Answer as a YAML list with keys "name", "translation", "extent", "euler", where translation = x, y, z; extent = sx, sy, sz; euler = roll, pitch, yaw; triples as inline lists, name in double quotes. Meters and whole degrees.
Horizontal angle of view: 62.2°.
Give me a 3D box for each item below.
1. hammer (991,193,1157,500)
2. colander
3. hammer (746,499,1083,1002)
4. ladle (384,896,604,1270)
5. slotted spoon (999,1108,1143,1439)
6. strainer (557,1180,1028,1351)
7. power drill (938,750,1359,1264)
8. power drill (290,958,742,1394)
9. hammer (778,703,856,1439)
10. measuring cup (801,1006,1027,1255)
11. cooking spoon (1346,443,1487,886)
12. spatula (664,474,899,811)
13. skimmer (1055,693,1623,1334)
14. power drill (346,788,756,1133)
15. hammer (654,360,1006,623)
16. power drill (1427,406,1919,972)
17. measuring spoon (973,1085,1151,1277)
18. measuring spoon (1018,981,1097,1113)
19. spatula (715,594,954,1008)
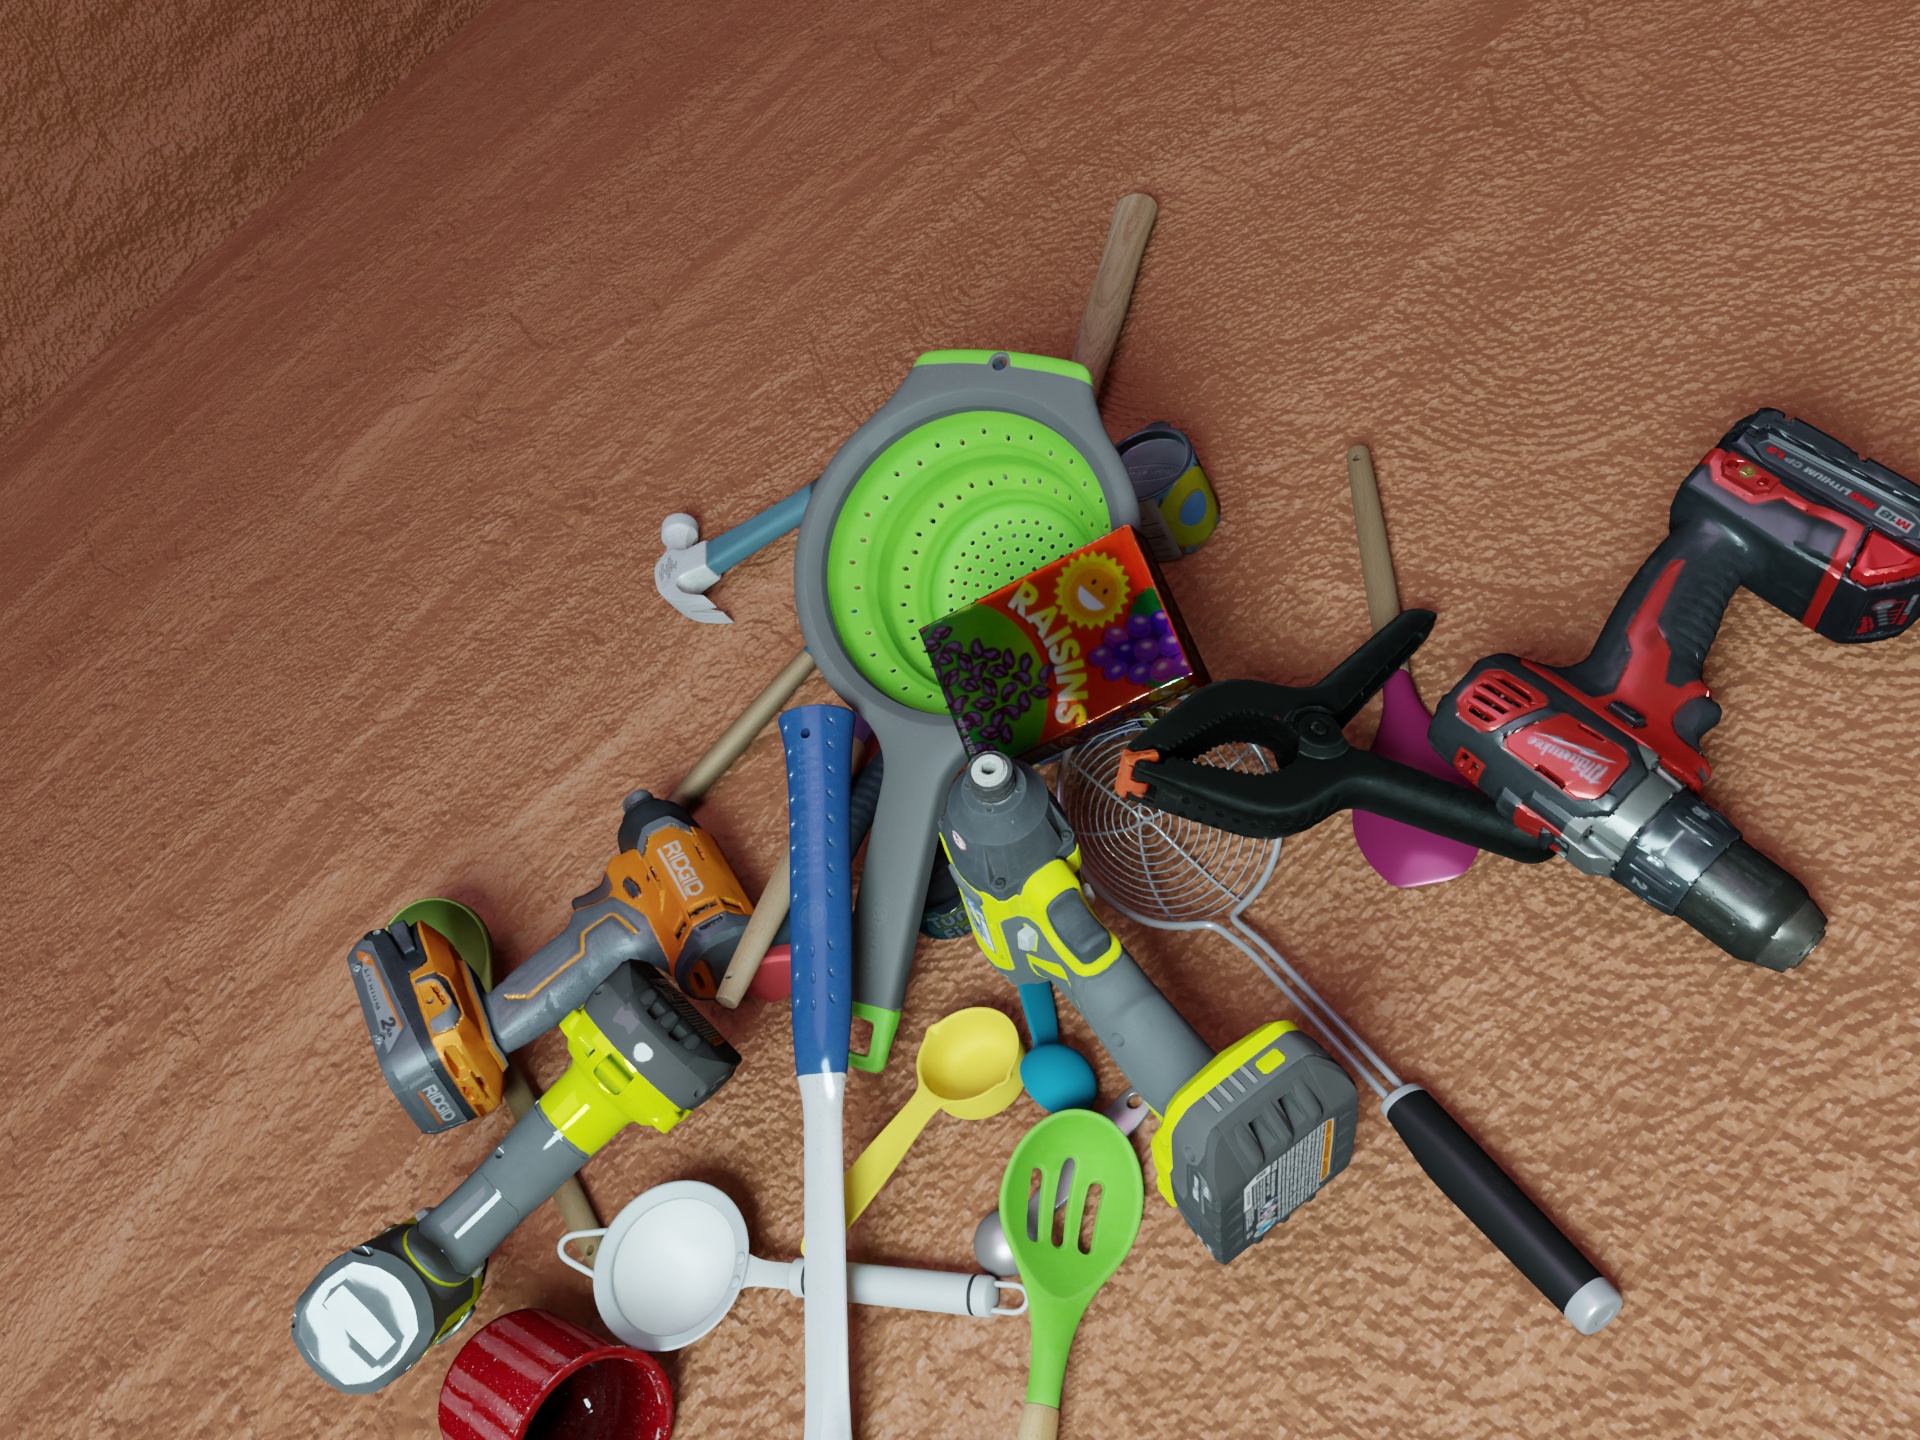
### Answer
- name: "hammer"
  translation: [0.097, -0.275, 1.174]
  extent: [0.130, 0.031, 0.332]
  euler: [-5, 51, 30]
- name: "colander"
  translation: [-0.001, -0.003, 0.895]
  extent: [0.204, 0.094, 0.397]
  euler: [11, 86, 24]
- name: "hammer"
  translation: [-0.051, 0.003, 1.001]
  extent: [0.143, 0.038, 0.386]
  euler: [2, 50, 36]
- name: "ladle"
  translation: [-0.283, 0.219, 0.975]
  extent: [0.078, 0.062, 0.320]
  euler: [-48, 45, 1]
- name: "slotted spoon"
  translation: [0.029, 0.324, 0.690]
  extent: [0.070, 0.031, 0.314]
  euler: [18, 59, -8]
- name: "strainer"
  translation: [-0.085, 0.282, 0.800]
  extent: [0.258, 0.050, 0.087]
  euler: [-3, 56, 24]
- name: "power drill"
  translation: [0.072, 0.120, 0.718]
  extent: [0.080, 0.171, 0.223]
  euler: [-35, 57, -12]
- name: "power drill"
  translation: [-0.223, 0.233, 0.824]
  extent: [0.080, 0.190, 0.228]
  euler: [45, 80, 4]
- name: "hammer"
  translation: [-0.062, 0.185, 0.782]
  extent: [0.144, 0.035, 0.406]
  euler: [-11, 67, 21]
- name: "measuring cup"
  translation: [-0.023, 0.216, 0.815]
  extent: [0.062, 0.029, 0.156]
  euler: [24, 65, 43]
- name: "cooking spoon"
  translation: [0.239, -0.044, 0.886]
  extent: [0.069, 0.017, 0.319]
  euler: [-15, 47, 21]
- name: "spatula"
  translation: [-0.129, -0.032, 1.097]
  extent: [0.044, 0.082, 0.317]
  euler: [40, 82, 7]
- name: "skimmer"
  translation: [0.169, 0.116, 0.739]
  extent: [0.127, 0.090, 0.364]
  euler: [-18, 40, -20]
- name: "power drill"
  translation: [-0.245, 0.133, 0.968]
  extent: [0.226, 0.084, 0.164]
  euler: [-26, 47, -14]
- name: "hammer"
  translation: [-0.096, -0.174, 1.185]
  extent: [0.331, 0.033, 0.128]
  euler: [-27, 44, 21]
- name: "power drill"
  translation: [0.355, -0.013, 0.727]
  extent: [0.227, 0.080, 0.188]
  euler: [-44, 62, -7]
- name: "measuring spoon"
  translation: [0.051, 0.219, 0.779]
  extent: [0.124, 0.018, 0.034]
  euler: [-45, 43, -10]
- name: "measuring spoon"
  translation: [0.047, 0.150, 0.829]
  extent: [0.021, 0.042, 0.129]
  euler: [-56, 27, 29]
- name: "spatula"
  translation: [-0.071, 0.033, 0.938]
  extent: [0.060, 0.018, 0.316]
  euler: [-4, 46, 34]
